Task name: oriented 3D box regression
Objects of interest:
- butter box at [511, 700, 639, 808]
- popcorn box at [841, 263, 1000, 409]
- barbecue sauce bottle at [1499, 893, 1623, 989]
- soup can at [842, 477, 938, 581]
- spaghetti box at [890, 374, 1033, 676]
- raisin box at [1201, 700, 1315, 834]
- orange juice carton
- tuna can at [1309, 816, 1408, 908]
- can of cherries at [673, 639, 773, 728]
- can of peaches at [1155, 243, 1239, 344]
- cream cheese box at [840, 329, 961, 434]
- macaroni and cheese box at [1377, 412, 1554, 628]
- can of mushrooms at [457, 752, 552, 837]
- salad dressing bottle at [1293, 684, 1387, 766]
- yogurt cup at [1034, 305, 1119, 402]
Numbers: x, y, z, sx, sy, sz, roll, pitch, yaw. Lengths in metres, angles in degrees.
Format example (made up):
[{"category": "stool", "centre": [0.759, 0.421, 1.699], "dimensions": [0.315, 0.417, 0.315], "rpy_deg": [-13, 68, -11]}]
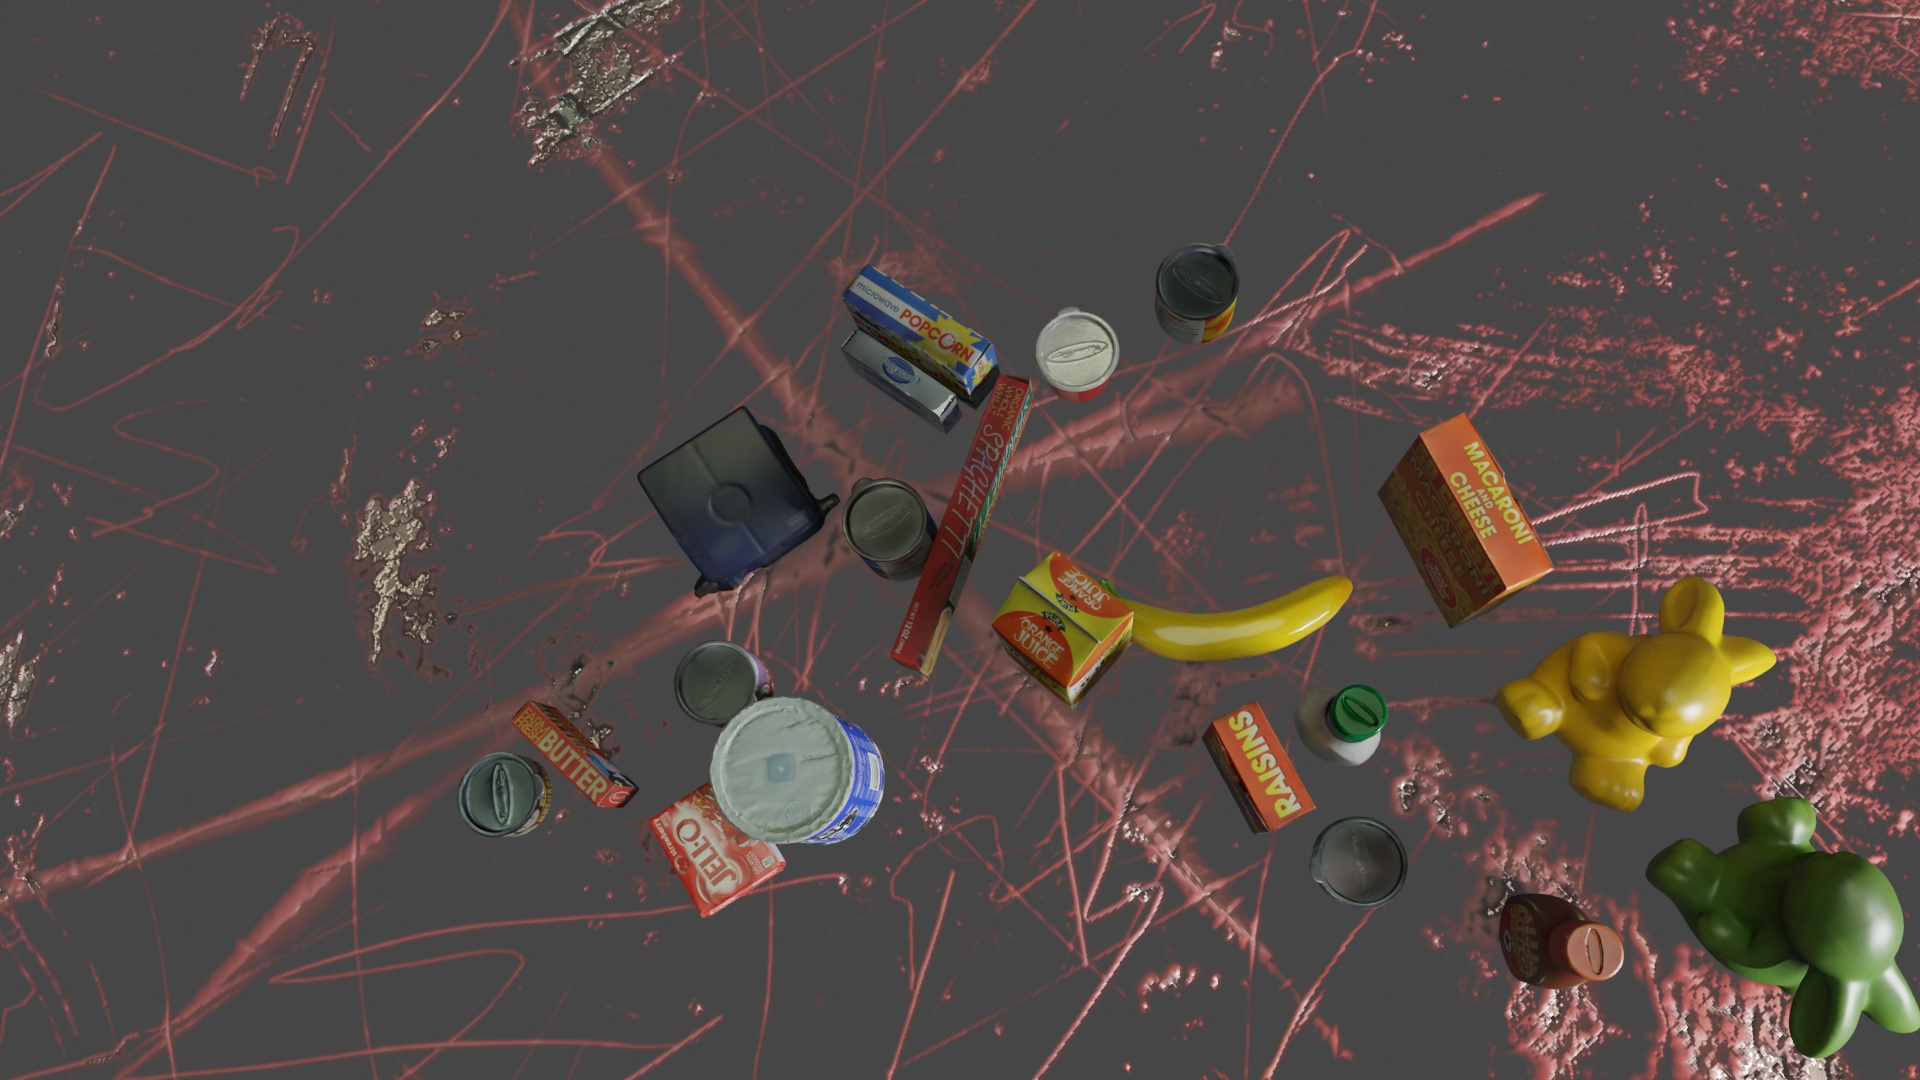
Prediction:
[{"category": "butter box", "centre": [-0.306, 0.171, 1.103], "dimensions": [0.103, 0.053, 0.024], "rpy_deg": [40, 84, 13]}, {"category": "popcorn box", "centre": [-0.031, -0.166, 1.136], "dimensions": [0.127, 0.085, 0.038], "rpy_deg": [34, 83, 13]}, {"category": "barbecue sauce bottle", "centre": [0.410, 0.276, 0.951], "dimensions": [0.044, 0.148, 0.065], "rpy_deg": [-2, 77, 6]}, {"category": "soup can", "centre": [-0.055, -0.009, 1.102], "dimensions": [0.071, 0.083, 0.071], "rpy_deg": [-1, 77, 6]}, {"category": "spaghetti box", "centre": [0.004, -0.014, 1.114], "dimensions": [0.029, 0.050, 0.250], "rpy_deg": [19, 79, 10]}, {"category": "raisin box", "centre": [0.214, 0.167, 1.011], "dimensions": [0.040, 0.123, 0.086], "rpy_deg": [-26, 76, 0]}, {"category": "orange juice carton", "centre": [0.076, 0.066, 1.014], "dimensions": [0.072, 0.192, 0.073], "rpy_deg": [40, 84, 13]}, {"category": "tuna can", "centre": [0.293, 0.239, 1.032], "dimensions": [0.071, 0.032, 0.071], "rpy_deg": [-1, 77, 6]}, {"category": "can of cherries", "centre": [-0.184, 0.117, 1.099], "dimensions": [0.071, 0.058, 0.071], "rpy_deg": [-1, 77, 6]}, {"category": "can of peaches", "centre": [0.194, -0.202, 1.134], "dimensions": [0.071, 0.058, 0.071], "rpy_deg": [-1, 77, 6]}, {"category": "cream cheese box", "centre": [-0.048, -0.130, 1.146], "dimensions": [0.104, 0.053, 0.024], "rpy_deg": [35, 83, 13]}, {"category": "macaroni and cheese box", "centre": [0.364, -0.011, 1.015], "dimensions": [0.040, 0.166, 0.124], "rpy_deg": [-25, 76, 0]}, {"category": "can of mushrooms", "centre": [-0.361, 0.203, 1.111], "dimensions": [0.071, 0.033, 0.071], "rpy_deg": [-1, 77, 6]}, {"category": "salad dressing bottle", "centre": [0.276, 0.131, 1.000], "dimensions": [0.064, 0.147, 0.044], "rpy_deg": [41, 85, 13]}, {"category": "yogurt cup", "centre": [0.095, -0.146, 1.134], "dimensions": [0.072, 0.054, 0.072], "rpy_deg": [-1, 77, 6]}]
